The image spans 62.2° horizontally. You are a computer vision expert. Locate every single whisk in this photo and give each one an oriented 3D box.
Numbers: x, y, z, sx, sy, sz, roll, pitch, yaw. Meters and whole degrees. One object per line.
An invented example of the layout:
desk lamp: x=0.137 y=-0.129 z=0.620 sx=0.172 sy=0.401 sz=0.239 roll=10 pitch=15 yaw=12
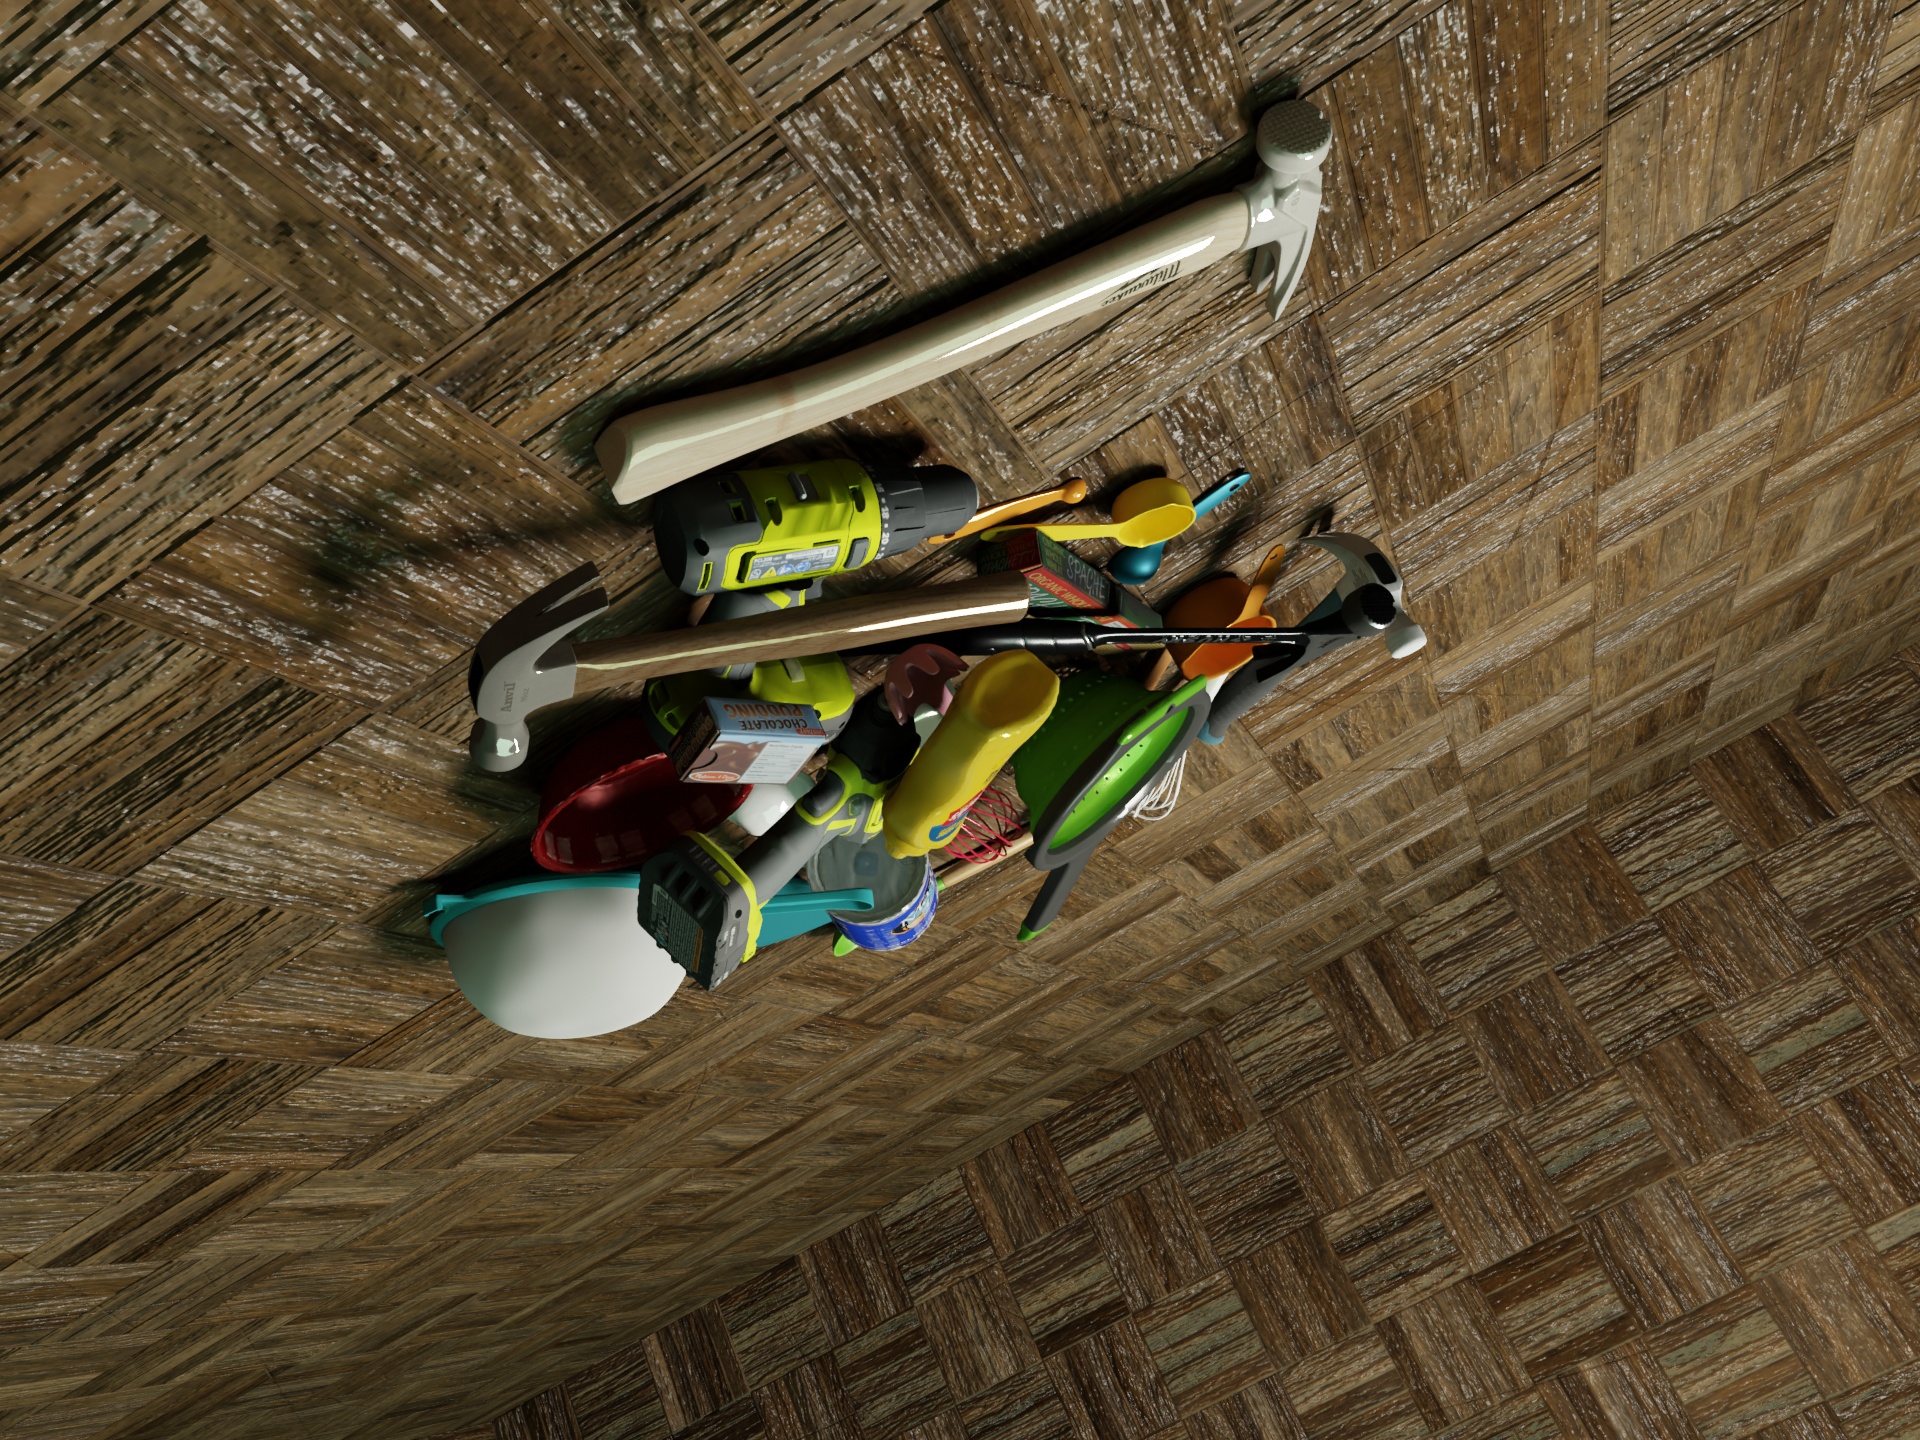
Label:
whisk: x=-0.023 y=0.068 z=1.372 sx=0.073 sy=0.073 sz=0.295 roll=-33 pitch=151 yaw=14
whisk: x=0.206 y=0.004 z=1.461 sx=0.058 sy=0.059 sz=0.246 roll=-38 pitch=159 yaw=-46

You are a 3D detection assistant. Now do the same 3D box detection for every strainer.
strainer: x=-0.234 y=0.187 z=1.232 sx=0.340 sy=0.095 sz=0.211 roll=-4 pitch=157 yaw=-8
strainer: x=-0.147 y=0.087 z=1.300 sx=0.087 sy=0.050 sz=0.258 roll=-11 pitch=160 yaw=2

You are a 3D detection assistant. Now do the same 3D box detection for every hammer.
hammer: x=0.005 y=-0.202 z=0.855 sx=0.410 sy=0.038 sz=0.146 roll=-23 pitch=158 yaw=-7
hammer: x=0.281 y=-0.054 z=1.384 sx=0.033 sy=0.128 sz=0.331 roll=-15 pitch=163 yaw=-24
hammer: x=0.106 y=-0.061 z=1.156 sx=0.408 sy=0.036 sz=0.149 roll=-1 pitch=165 yaw=-22
hammer: x=-0.106 y=-0.049 z=0.891 sx=0.331 sy=0.031 sz=0.130 roll=-12 pitch=148 yaw=-27

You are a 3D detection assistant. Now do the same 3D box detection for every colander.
colander: x=0.088 y=0.070 z=1.398 sx=0.204 sy=0.094 sz=0.396 roll=-33 pitch=159 yaw=-33

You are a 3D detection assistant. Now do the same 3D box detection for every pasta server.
pasta server: x=0.000 y=0.001 z=1.178 sx=0.060 sy=0.040 sz=0.316 roll=-41 pitch=161 yaw=1

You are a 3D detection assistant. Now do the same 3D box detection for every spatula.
spatula: x=0.145 y=0.024 z=1.475 sx=0.081 sy=0.041 sz=0.322 roll=-40 pitch=166 yaw=-35
spatula: x=-0.159 y=0.143 z=1.365 sx=0.082 sy=0.044 sz=0.317 roll=-19 pitch=166 yaw=-6

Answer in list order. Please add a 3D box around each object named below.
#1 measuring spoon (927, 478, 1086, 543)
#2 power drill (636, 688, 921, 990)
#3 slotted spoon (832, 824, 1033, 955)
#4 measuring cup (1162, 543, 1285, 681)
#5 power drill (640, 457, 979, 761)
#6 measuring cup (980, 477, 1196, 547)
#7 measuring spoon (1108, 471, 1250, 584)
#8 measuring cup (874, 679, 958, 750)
measuring spoon: x=0.032 y=-0.136 z=1.054 sx=0.117 sy=0.011 sz=0.021 roll=-20 pitch=156 yaw=-14
power drill: x=-0.121 y=0.076 z=1.133 sx=0.223 sy=0.080 sz=0.171 roll=-42 pitch=166 yaw=-30
slotted spoon: x=0.005 y=0.151 z=1.613 sx=0.314 sy=0.031 sz=0.070 roll=-28 pitch=157 yaw=-2
measuring cup: x=0.216 y=-0.101 z=1.277 sx=0.095 sy=0.052 sz=0.173 roll=-17 pitch=151 yaw=-22
power drill: x=-0.100 y=-0.071 z=0.971 sx=0.190 sy=0.080 sz=0.228 roll=-12 pitch=150 yaw=-28
measuring cup: x=0.086 y=-0.142 z=1.093 sx=0.156 sy=0.029 sz=0.062 roll=-6 pitch=159 yaw=-16
measuring spoon: x=0.166 y=-0.138 z=1.176 sx=0.128 sy=0.021 sz=0.042 roll=-37 pitch=155 yaw=25
measuring cup: x=-0.002 y=-0.004 z=1.259 sx=0.167 sy=0.038 sz=0.083 roll=-1 pitch=146 yaw=-42
